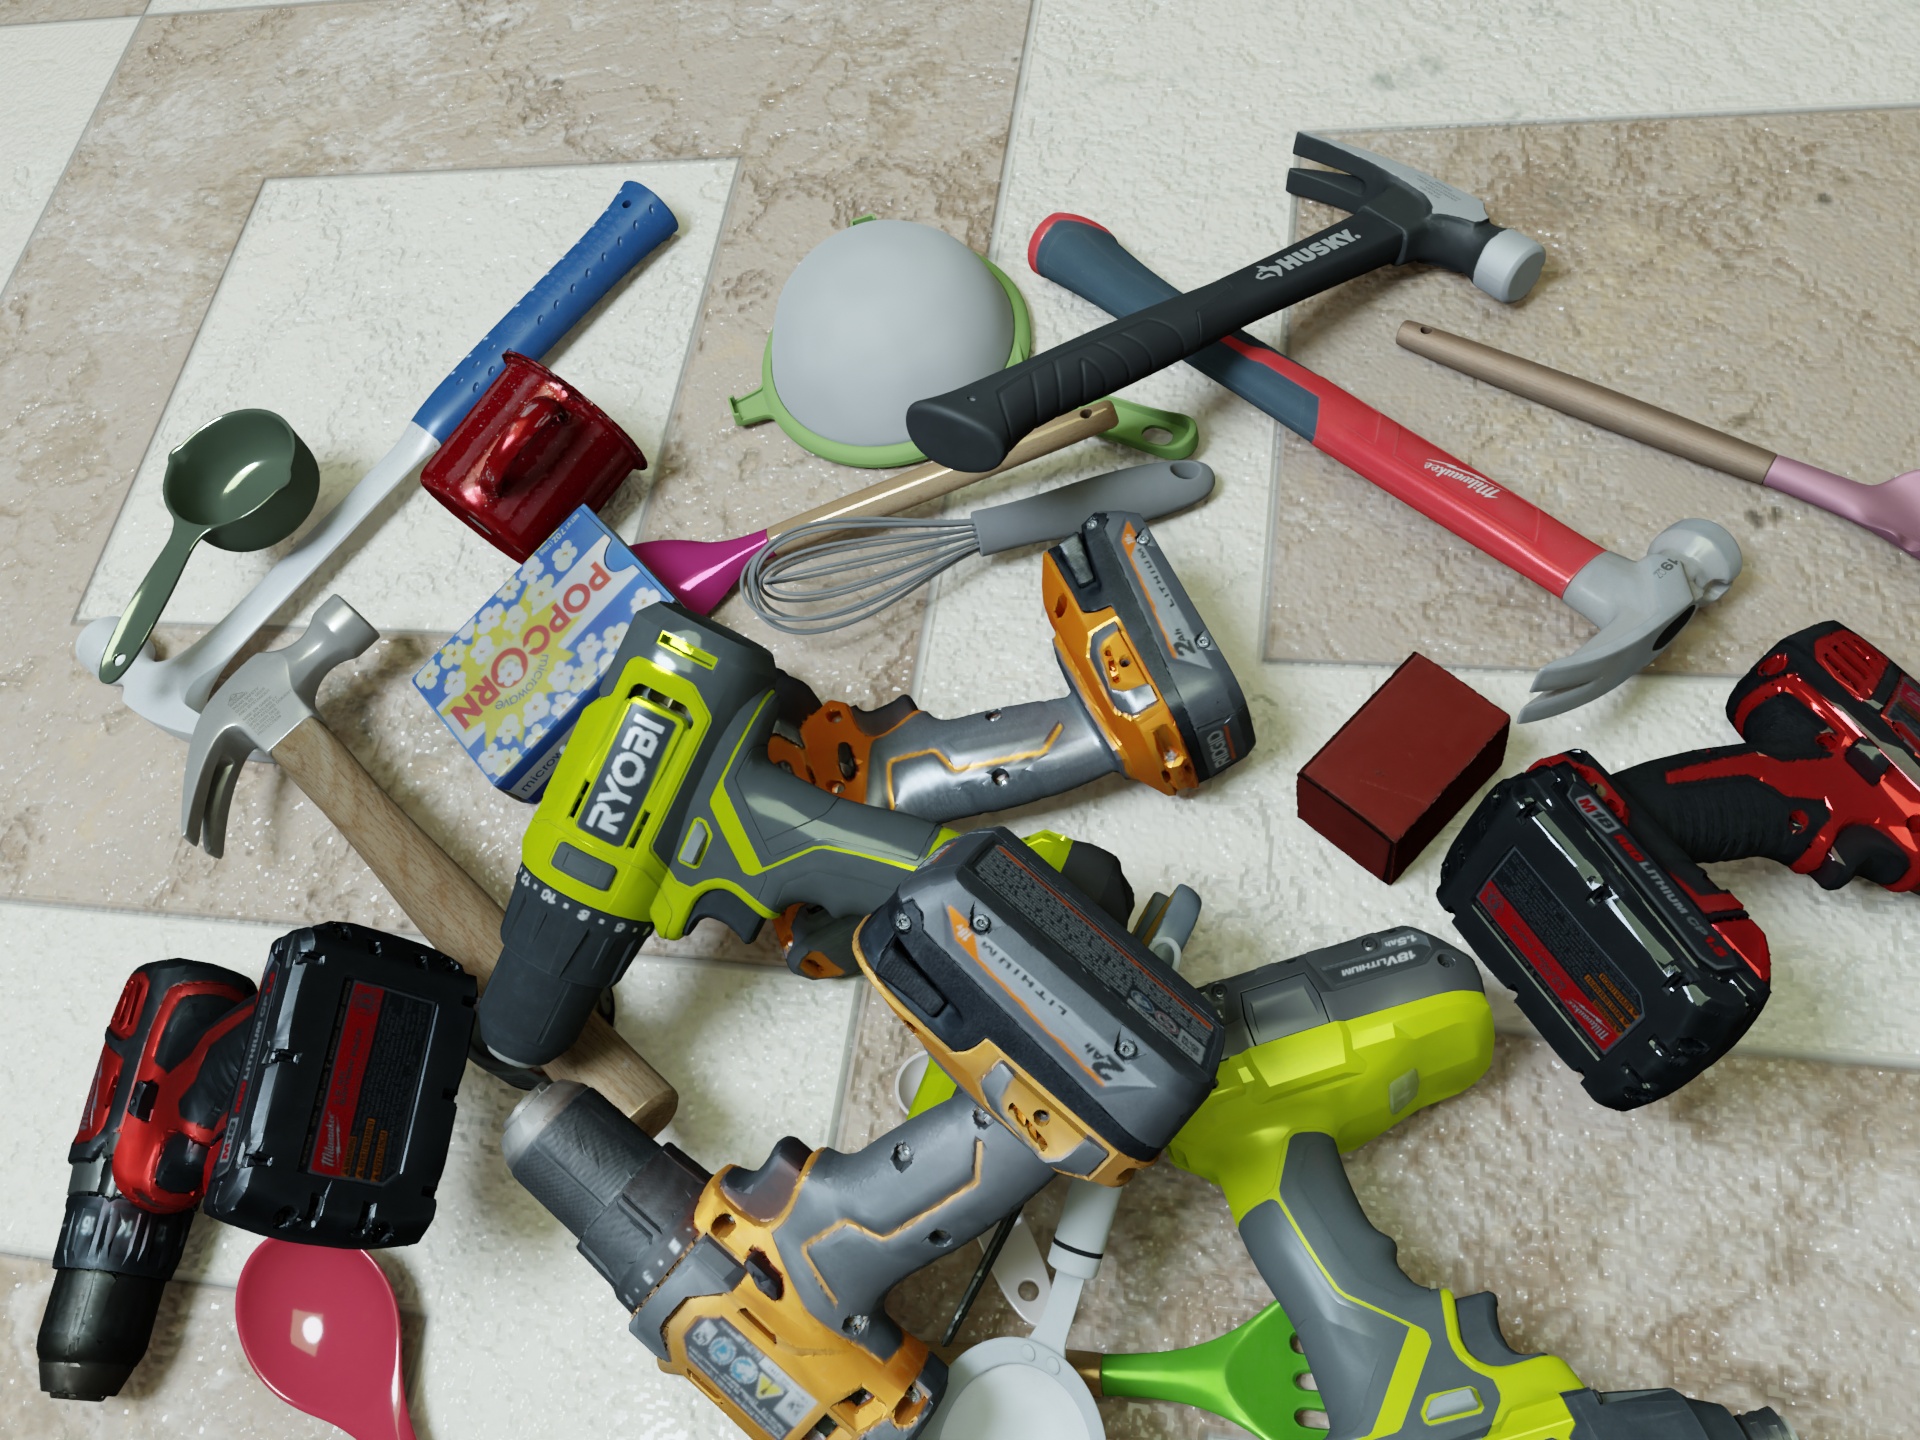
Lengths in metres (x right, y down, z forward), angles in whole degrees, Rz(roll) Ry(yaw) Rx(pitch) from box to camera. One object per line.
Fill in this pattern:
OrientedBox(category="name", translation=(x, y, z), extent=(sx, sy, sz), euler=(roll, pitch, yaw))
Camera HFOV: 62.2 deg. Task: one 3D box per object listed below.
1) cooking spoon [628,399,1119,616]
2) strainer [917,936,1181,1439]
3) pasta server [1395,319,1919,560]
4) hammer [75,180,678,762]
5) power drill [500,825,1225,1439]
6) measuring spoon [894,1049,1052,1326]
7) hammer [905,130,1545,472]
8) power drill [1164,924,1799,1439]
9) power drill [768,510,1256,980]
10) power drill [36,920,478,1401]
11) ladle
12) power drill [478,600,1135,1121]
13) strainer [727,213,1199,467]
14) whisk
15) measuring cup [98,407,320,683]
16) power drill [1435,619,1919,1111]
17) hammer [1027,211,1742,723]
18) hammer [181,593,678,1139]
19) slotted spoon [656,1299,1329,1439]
OrientedBox(category="cooking spoon", translation=(-0.072, -0.100, 0.806), extent=(0.319, 0.017, 0.069), euler=(-19, 61, 10))
OrientedBox(category="strainer", translation=(0.042, 0.204, 0.579), extent=(0.087, 0.050, 0.258), euler=(11, 81, 44))
OrientedBox(category="pasta server", translation=(0.346, -0.131, 0.729), extent=(0.316, 0.040, 0.060), euler=(29, 61, 25))
OrientedBox(category="hammer", translation=(-0.301, -0.149, 0.886), extent=(0.144, 0.035, 0.405), euler=(33, 75, 25))
OrientedBox(category="power drill", translation=(-0.043, 0.141, 0.552), extent=(0.185, 0.084, 0.226), euler=(40, 108, 5))
OrientedBox(category="measuring spoon", translation=(0.008, 0.190, 0.649), extent=(0.034, 0.018, 0.124), euler=(-20, 55, -13))
OrientedBox(category="hammer", translation=(0.115, -0.197, 0.756), extent=(0.335, 0.035, 0.146), euler=(-29, 55, -25))
OrientedBox(category="power drill", translation=(0.162, 0.192, 0.557), extent=(0.171, 0.080, 0.223), euler=(-18, 48, 3))
OrientedBox(category="power drill", translation=(-0.001, -0.002, 0.720), extent=(0.226, 0.084, 0.164), euler=(-27, 61, 3))
OrientedBox(category="power drill", translation=(-0.306, 0.182, 0.657), extent=(0.227, 0.080, 0.188), euler=(-18, 57, 39))
OrientedBox(category="ladle", translation=(-0.196, 0.330, 0.626), extent=(0.069, 0.031, 0.316), euler=(-44, 64, 0))
OrientedBox(category="power drill", translation=(-0.066, 0.083, 0.625), extent=(0.228, 0.080, 0.190), euler=(26, 94, 4))
OrientedBox(category="strainer", translation=(0.003, -0.194, 0.820), extent=(0.256, 0.069, 0.151), euler=(23, 71, 24))
OrientedBox(category="whisk", translation=(0.010, -0.090, 0.774), extent=(0.239, 0.055, 0.055), euler=(-15, 61, -4))
OrientedBox(category="measuring cup", translation=(-0.396, -0.086, 0.835), extent=(0.083, 0.038, 0.168), euler=(14, 69, 19))
OrientedBox(category="power drill", translation=(0.305, 0.051, 0.596), extent=(0.219, 0.078, 0.143), euler=(-20, 59, -24))
OrientedBox(category="hammer", translation=(0.161, -0.141, 0.756), extent=(0.143, 0.038, 0.387), euler=(-31, 56, -30))
OrientedBox(category="hammer", translation=(-0.244, 0.076, 0.723), extent=(0.331, 0.031, 0.130), euler=(39, 78, 27))
OrientedBox(category="slotted spoon", translation=(0.030, 0.250, 0.615), extent=(0.314, 0.031, 0.070), euler=(-4, 58, 13))
